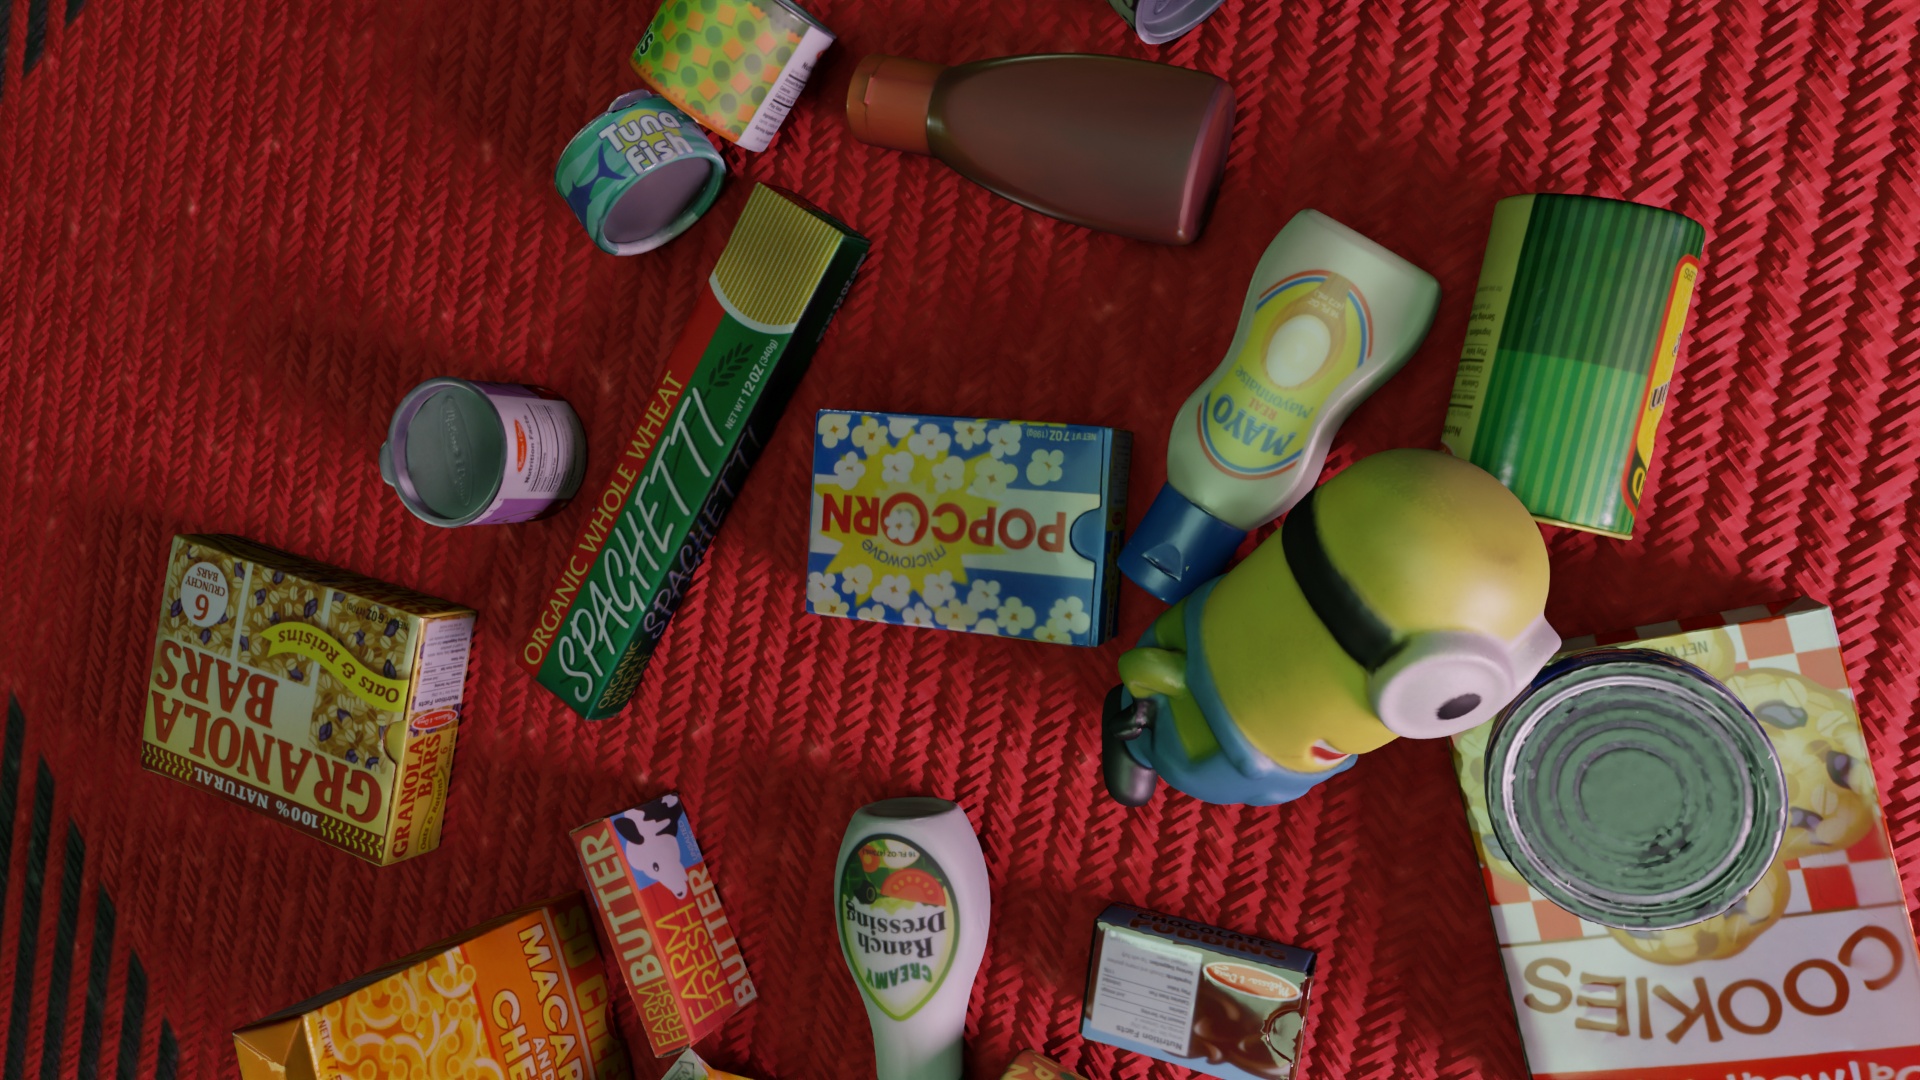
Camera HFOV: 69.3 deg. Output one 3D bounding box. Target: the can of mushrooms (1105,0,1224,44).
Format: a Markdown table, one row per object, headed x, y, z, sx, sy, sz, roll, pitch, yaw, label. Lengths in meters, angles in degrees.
| x | y | z | sx | sy | sz | roll | pitch | yaw | label |
| --- | --- | --- | --- | --- | --- | --- | --- | --- | --- |
| 0.078 | -0.218 | 0.504 | 0.071 | 0.071 | 0.033 | -43 | 75 | 17 | can of mushrooms |

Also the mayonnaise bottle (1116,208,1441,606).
| x | y | z | sx | sy | sz | roll | pitch | yaw | label |
| --- | --- | --- | --- | --- | --- | --- | --- | --- | --- |
| 0.111 | -0.043 | 0.512 | 0.065 | 0.041 | 0.147 | 34 | 103 | 15 | mayonnaise bottle |

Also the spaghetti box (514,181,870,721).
| x | y | z | sx | sy | sz | roll | pitch | yaw | label |
| --- | --- | --- | --- | --- | --- | --- | --- | --- | --- |
| -0.121 | -0.034 | 0.610 | 0.050 | 0.029 | 0.249 | 34 | 103 | 18 | spaghetti box |

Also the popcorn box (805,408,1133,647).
| x | y | z | sx | sy | sz | roll | pitch | yaw | label |
| --- | --- | --- | --- | --- | --- | --- | --- | --- | --- |
| 0.002 | -0.007 | 0.558 | 0.127 | 0.038 | 0.085 | 5 | 93 | 22 | popcorn box |

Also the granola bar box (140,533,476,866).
| x | y | z | sx | sy | sz | roll | pitch | yaw | label |
| --- | --- | --- | --- | --- | --- | --- | --- | --- | --- |
| -0.327 | 0.075 | 0.689 | 0.165 | 0.039 | 0.124 | 14 | 97 | 21 | granola bar box |

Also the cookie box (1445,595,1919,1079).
| x | y | z | sx | sy | sz | roll | pitch | yaw | label |
| --- | --- | --- | --- | --- | --- | --- | --- | --- | --- |
| 0.241 | 0.113 | 0.466 | 0.123 | 0.040 | 0.167 | -14 | 87 | 21 | cookie box |

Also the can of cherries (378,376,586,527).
| x | y | z | sx | sy | sz | roll | pitch | yaw | label |
| --- | --- | --- | --- | --- | --- | --- | --- | --- | --- |
| -0.216 | -0.040 | 0.632 | 0.071 | 0.058 | 0.071 | 1 | 93 | 21 | can of cherries |

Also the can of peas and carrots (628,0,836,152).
| x | y | z | sx | sy | sz | roll | pitch | yaw | label |
| --- | --- | --- | --- | --- | --- | --- | --- | --- | --- |
| -0.096 | -0.205 | 0.574 | 0.071 | 0.071 | 0.058 | 41 | 106 | 15 | can of peas and carrots |

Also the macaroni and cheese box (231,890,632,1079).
| x | y | z | sx | sy | sz | roll | pitch | yaw | label |
| --- | --- | --- | --- | --- | --- | --- | --- | --- | --- |
| -0.206 | 0.231 | 0.578 | 0.040 | 0.167 | 0.123 | -18 | 86 | 21 | macaroni and cheese box |

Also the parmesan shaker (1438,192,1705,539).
| x | y | z | sx | sy | sz | roll | pitch | yaw | label |
| --- | --- | --- | --- | --- | --- | --- | --- | --- | --- |
| 0.200 | -0.057 | 0.460 | 0.071 | 0.071 | 0.103 | 14 | 97 | 21 | parmesan shaker |

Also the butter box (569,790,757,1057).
| x | y | z | sx | sy | sz | roll | pitch | yaw | label |
| --- | --- | --- | --- | --- | --- | --- | --- | --- | --- |
| -0.129 | 0.165 | 0.607 | 0.024 | 0.053 | 0.103 | -26 | 82 | 22 | butter box |

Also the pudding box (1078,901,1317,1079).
| x | y | z | sx | sy | sz | roll | pitch | yaw | label |
| --- | --- | --- | --- | --- | --- | --- | --- | --- | --- |
| 0.091 | 0.175 | 0.533 | 0.084 | 0.030 | 0.049 | 9 | 94 | 21 | pudding box |

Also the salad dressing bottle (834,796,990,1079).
| x | y | z | sx | sy | sz | roll | pitch | yaw | label |
| --- | --- | --- | --- | --- | --- | --- | --- | --- | --- |
| -0.018 | 0.182 | 0.569 | 0.064 | 0.044 | 0.147 | -3 | 91 | 20 | salad dressing bottle |

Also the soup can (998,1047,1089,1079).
| x | y | z | sx | sy | sz | roll | pitch | yaw | label |
| --- | --- | --- | --- | --- | --- | --- | --- | --- | --- |
| 0.047 | 0.245 | 0.530 | 0.084 | 0.071 | 0.071 | 22 | 100 | 20 | soup can |

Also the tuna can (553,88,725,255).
| x | y | z | sx | sy | sz | roll | pitch | yaw | label |
| --- | --- | --- | --- | --- | --- | --- | --- | --- | --- |
| -0.135 | -0.156 | 0.590 | 0.071 | 0.071 | 0.033 | -40 | 80 | 18 | tuna can |

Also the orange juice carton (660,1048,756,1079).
| x | y | z | sx | sy | sz | roll | pitch | yaw | label |
| --- | --- | --- | --- | --- | --- | --- | --- | --- | --- |
| -0.070 | 0.306 | 0.577 | 0.193 | 0.073 | 0.071 | 43 | 106 | 15 | orange juice carton |

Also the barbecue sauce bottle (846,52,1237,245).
| x | y | z | sx | sy | sz | roll | pitch | yaw | label |
| --- | --- | --- | --- | --- | --- | --- | --- | --- | --- |
| 0.028 | -0.160 | 0.540 | 0.148 | 0.044 | 0.064 | 17 | 98 | 21 | barbecue sauce bottle |
